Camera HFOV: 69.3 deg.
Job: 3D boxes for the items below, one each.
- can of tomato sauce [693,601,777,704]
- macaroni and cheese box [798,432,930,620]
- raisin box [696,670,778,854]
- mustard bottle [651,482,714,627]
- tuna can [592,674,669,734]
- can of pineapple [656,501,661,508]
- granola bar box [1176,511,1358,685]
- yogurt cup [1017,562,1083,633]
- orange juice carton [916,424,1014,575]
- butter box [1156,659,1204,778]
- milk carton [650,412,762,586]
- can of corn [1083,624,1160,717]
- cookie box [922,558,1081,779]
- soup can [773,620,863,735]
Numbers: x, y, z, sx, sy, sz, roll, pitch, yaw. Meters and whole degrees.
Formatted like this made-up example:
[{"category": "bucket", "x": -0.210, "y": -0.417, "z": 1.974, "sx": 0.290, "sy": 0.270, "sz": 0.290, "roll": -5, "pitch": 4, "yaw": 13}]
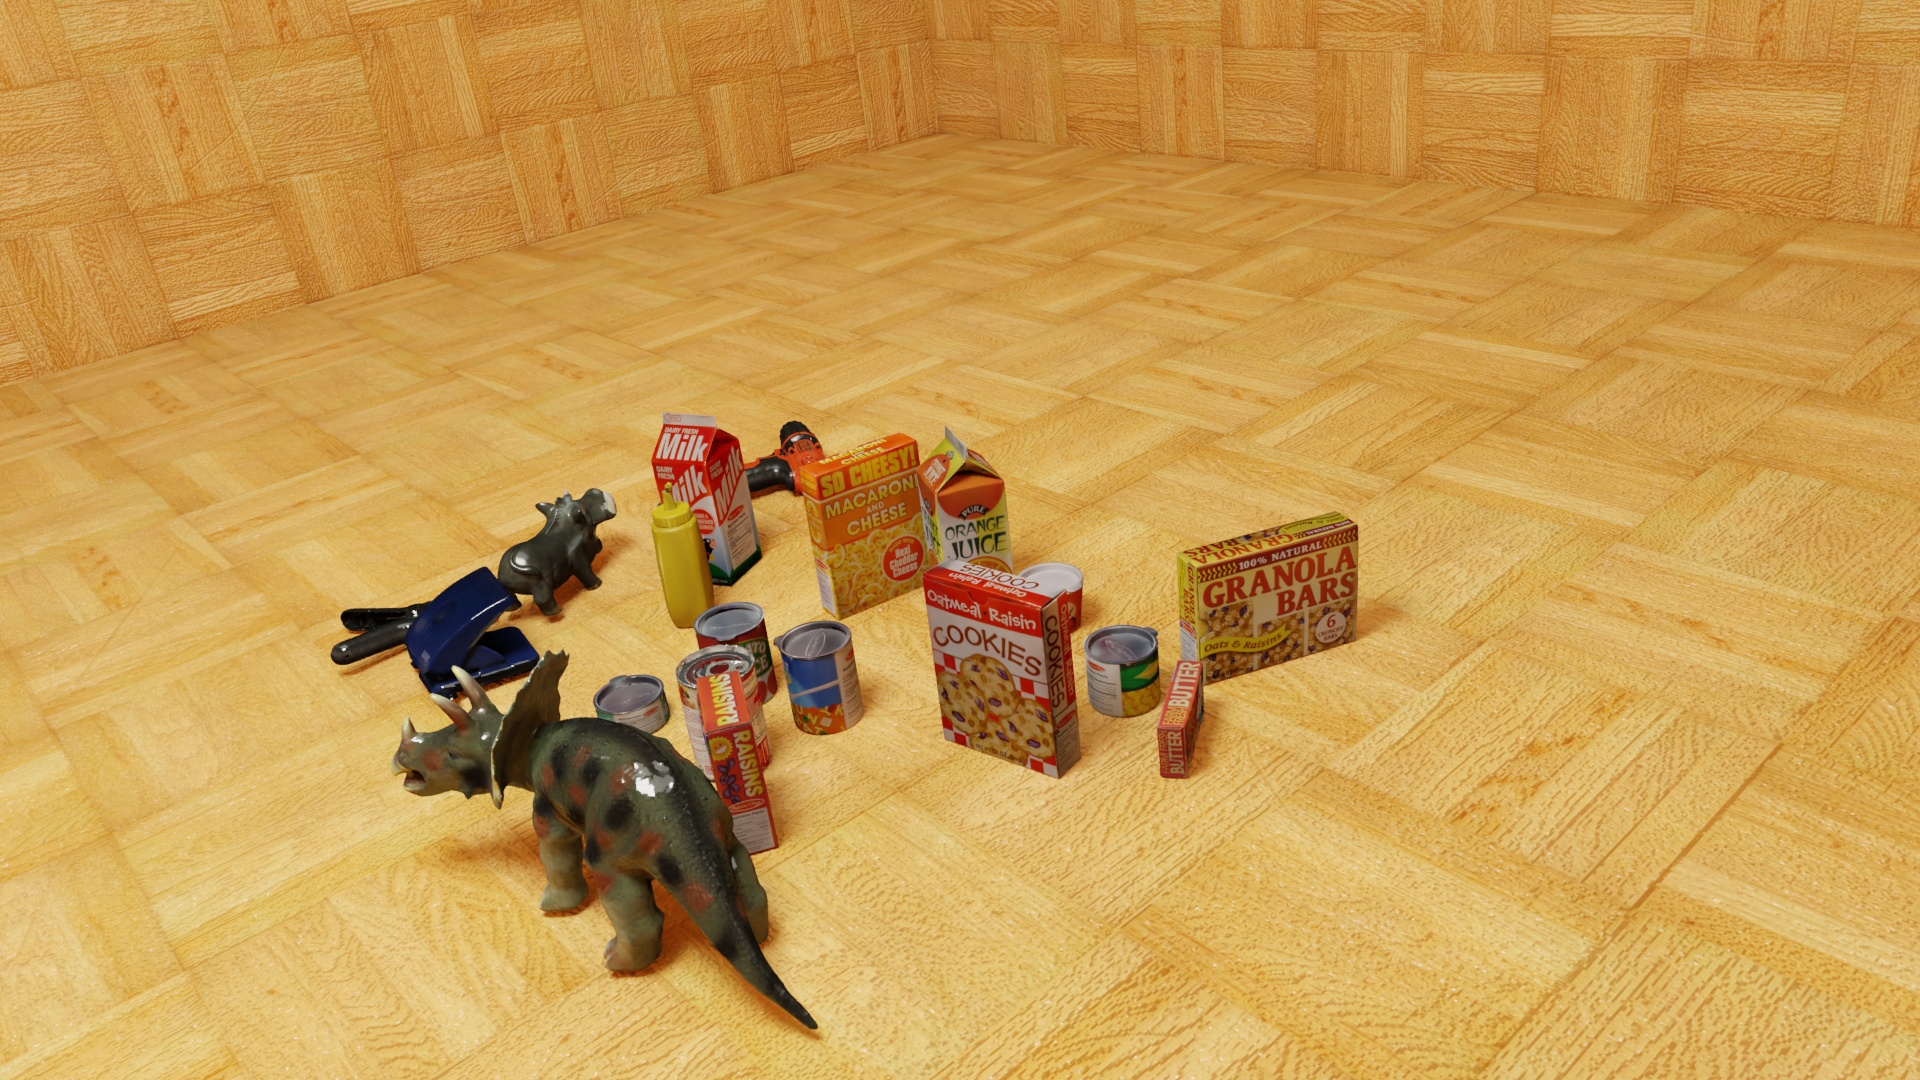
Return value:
[{"category": "can of tomato sauce", "x": -0.211, "y": 0.111, "z": 1.312, "sx": 0.071, "sy": 0.082, "sz": 0.071, "roll": -5, "pitch": 26, "yaw": 3}, {"category": "macaroni and cheese box", "x": -0.096, "y": -0.016, "z": 1.445, "sx": 0.124, "sy": 0.165, "sz": 0.040, "roll": -22, "pitch": 30, "yaw": -28}, {"category": "raisin box", "x": -0.181, "y": 0.179, "z": 1.122, "sx": 0.040, "sy": 0.122, "sz": 0.086, "roll": -12, "pitch": 26, "yaw": -10}, {"category": "mustard bottle", "x": -0.292, "y": 0.011, "z": 1.445, "sx": 0.049, "sy": 0.159, "sz": 0.065, "roll": -7, "pitch": 26, "yaw": 0}, {"category": "tuna can", "x": -0.309, "y": 0.155, "z": 1.302, "sx": 0.071, "sy": 0.032, "sz": 0.071, "roll": -5, "pitch": 26, "yaw": 3}, {"category": "can of pineapple", "x": -0.318, "y": -0.020, "z": 1.627, "sx": 0.071, "sy": 0.057, "sz": 0.071, "roll": -5, "pitch": 26, "yaw": 3}, {"category": "granola bar box", "x": 0.282, "y": 0.052, "z": 1.266, "sx": 0.166, "sy": 0.123, "sz": 0.039, "roll": -14, "pitch": 27, "yaw": -15}, {"category": "yogurt cup", "x": 0.090, "y": 0.060, "z": 1.375, "sx": 0.072, "sy": 0.053, "sz": 0.073, "roll": -5, "pitch": 26, "yaw": 3}, {"category": "orange juice carton", "x": 0.005, "y": -0.017, "z": 1.395, "sx": 0.073, "sy": 0.191, "sz": 0.072, "roll": -13, "pitch": 27, "yaw": -12}, {"category": "butter box", "x": 0.187, "y": 0.150, "z": 1.172, "sx": 0.024, "sy": 0.053, "sz": 0.104, "roll": 2, "pitch": 28, "yaw": 18}, {"category": "milk carton", "x": -0.282, "y": -0.051, "z": 1.534, "sx": 0.072, "sy": 0.189, "sz": 0.074, "roll": 5, "pitch": 28, "yaw": 23}, {"category": "can of corn", "x": 0.147, "y": 0.116, "z": 1.244, "sx": 0.071, "sy": 0.058, "sz": 0.071, "roll": -5, "pitch": 26, "yaw": 3}, {"category": "cookie box", "x": 0.035, "y": 0.107, "z": 1.167, "sx": 0.123, "sy": 0.166, "sz": 0.040, "roll": 14, "pitch": 33, "yaw": 36}, {"category": "soup can", "x": -0.129, "y": 0.125, "z": 1.264, "sx": 0.071, "sy": 0.083, "sz": 0.071, "roll": -5, "pitch": 26, "yaw": 3}]
